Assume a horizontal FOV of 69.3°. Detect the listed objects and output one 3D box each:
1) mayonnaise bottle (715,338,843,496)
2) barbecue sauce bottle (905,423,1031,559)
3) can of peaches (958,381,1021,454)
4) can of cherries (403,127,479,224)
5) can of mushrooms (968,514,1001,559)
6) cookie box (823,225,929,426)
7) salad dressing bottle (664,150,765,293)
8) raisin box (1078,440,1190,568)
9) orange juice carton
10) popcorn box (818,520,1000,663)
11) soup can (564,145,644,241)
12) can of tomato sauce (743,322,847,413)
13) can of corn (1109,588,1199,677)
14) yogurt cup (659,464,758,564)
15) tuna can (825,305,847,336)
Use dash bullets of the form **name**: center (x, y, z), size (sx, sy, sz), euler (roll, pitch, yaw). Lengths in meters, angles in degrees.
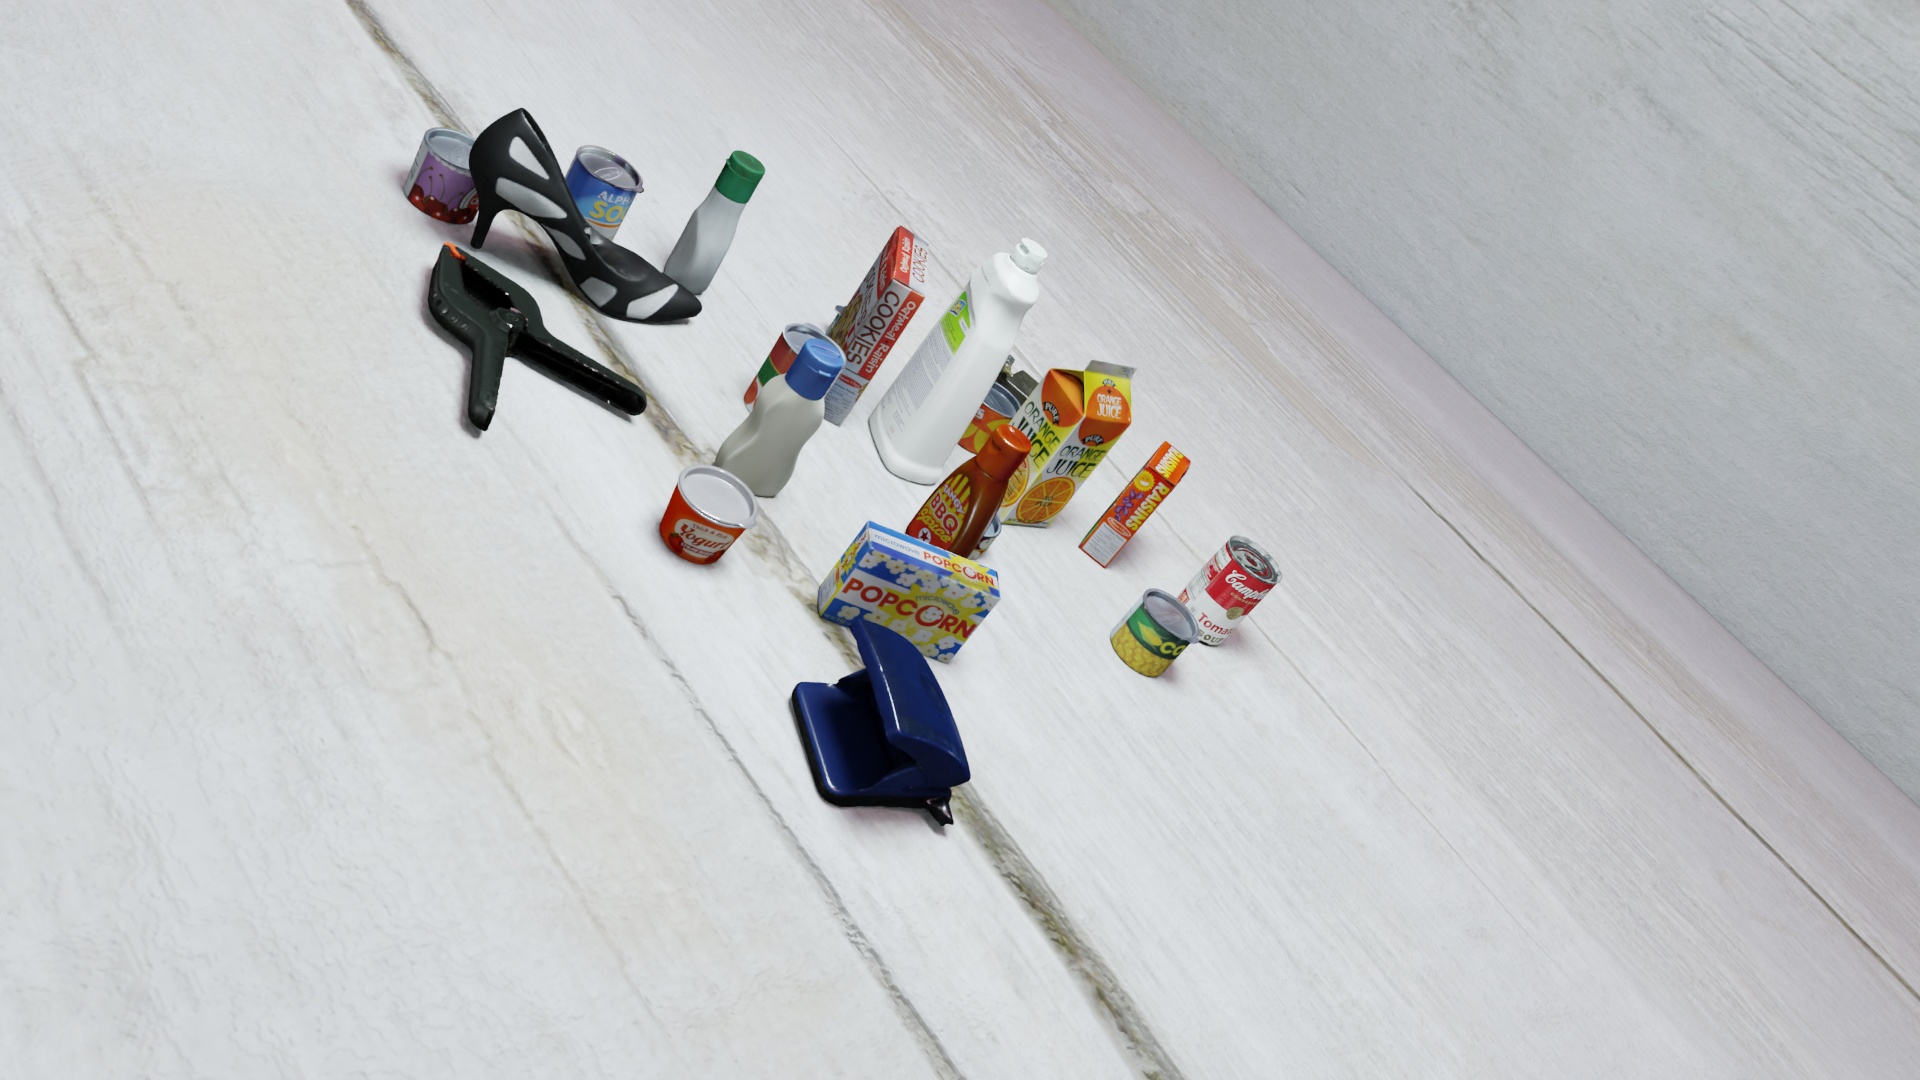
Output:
- **mayonnaise bottle**: center (-0.148, -0.103, 1.168), size (0.065, 0.147, 0.041), euler (16, 36, -33)
- **barbecue sauce bottle**: center (0.009, -0.039, 1.246), size (0.044, 0.148, 0.065), euler (3, 44, -45)
- **can of peaches**: center (0.022, -0.133, 1.481), size (0.071, 0.057, 0.071), euler (27, 31, -18)
- **can of cherries**: center (-0.455, -0.325, 1.245), size (0.071, 0.058, 0.072), euler (27, 31, -18)
- **can of mushrooms**: center (0.005, -0.017, 1.325), size (0.071, 0.033, 0.071), euler (27, 31, -18)
- **cookie box**: center (-0.090, -0.212, 1.363), size (0.040, 0.166, 0.123), euler (27, 31, -18)
- **salad dressing bottle**: center (-0.241, -0.312, 1.364), size (0.044, 0.147, 0.064), euler (16, 36, -33)
- **raisin box**: center (0.183, -0.038, 1.454), size (0.040, 0.123, 0.086), euler (39, 29, 4)
- **orange juice carton**: center (0.099, -0.105, 1.390), size (0.072, 0.191, 0.073), euler (5, 43, -44)
- **popcorn box**: center (-0.042, 0.043, 1.139), size (0.127, 0.085, 0.038), euler (22, 33, -25)
- **soup can**: center (-0.349, -0.321, 1.326), size (0.071, 0.083, 0.072), euler (27, 31, -18)
- **can of tomato sauce**: center (-0.155, -0.151, 1.294), size (0.071, 0.082, 0.071), euler (27, 31, -18)
- **can of corn**: center (0.189, 0.091, 1.344), size (0.071, 0.058, 0.071), euler (27, 31, -18)
- **yogurt cup**: center (-0.200, -0.019, 1.089), size (0.072, 0.053, 0.073), euler (27, 31, -18)
- **tuna can**: center (-0.111, -0.220, 1.488), size (0.071, 0.032, 0.071), euler (27, 31, -18)
